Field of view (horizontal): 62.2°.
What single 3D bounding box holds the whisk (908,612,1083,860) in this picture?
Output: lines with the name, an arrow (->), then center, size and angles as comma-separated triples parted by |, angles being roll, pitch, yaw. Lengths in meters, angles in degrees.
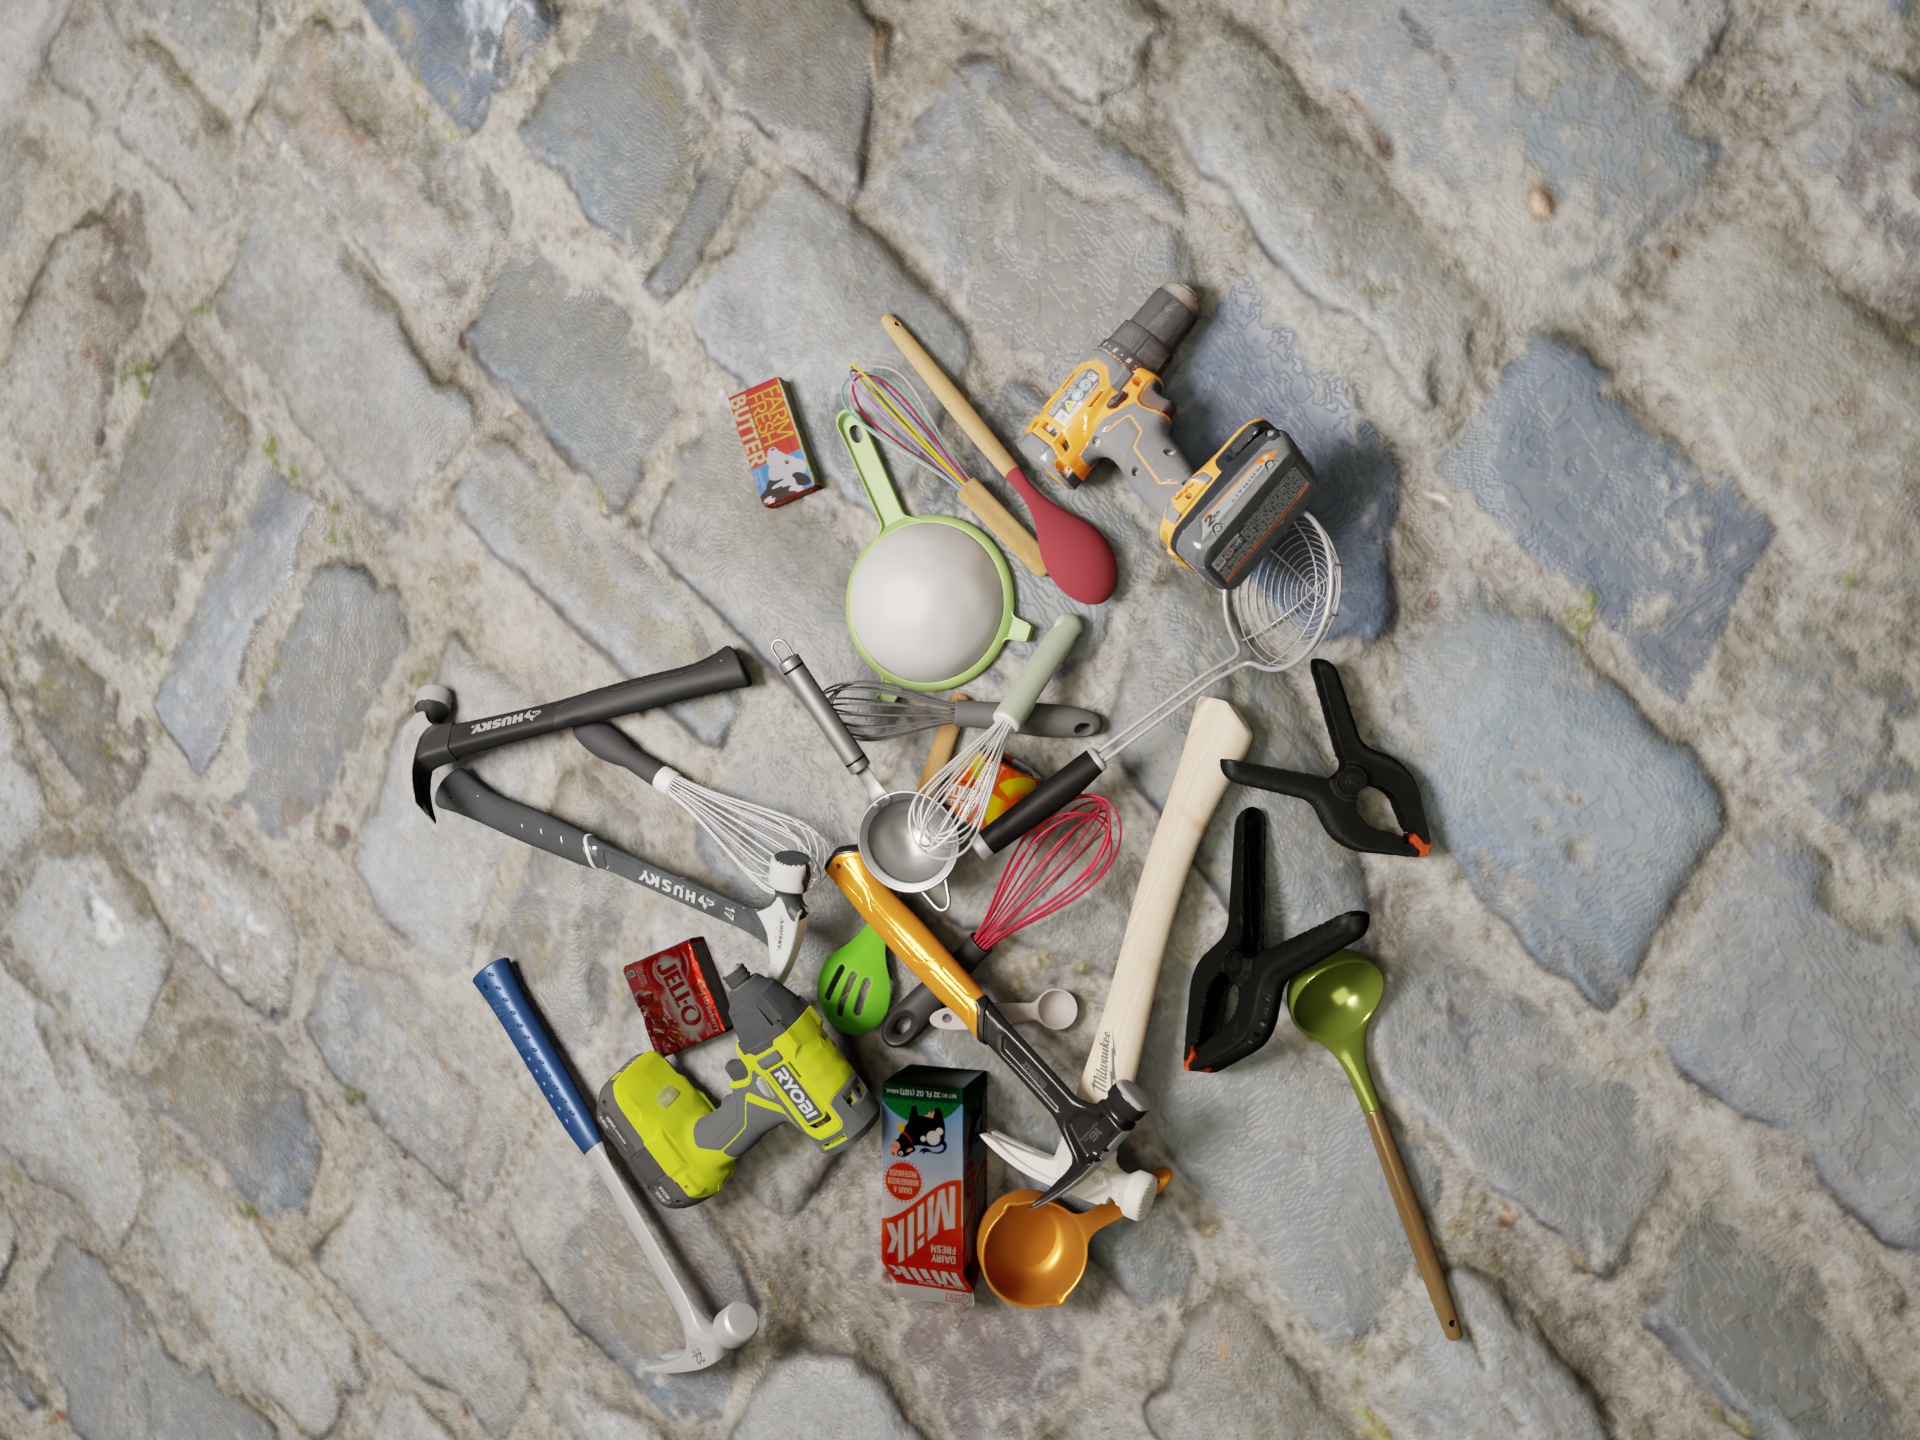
whisk -> 0.033, 0.008, 1.268 | 0.059, 0.058, 0.246 | 39, 66, -11

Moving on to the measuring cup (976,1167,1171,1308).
measuring cup -> 0.093, 0.410, 1.310 | 0.173, 0.052, 0.095 | -28, 94, -10

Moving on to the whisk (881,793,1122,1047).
whisk -> 0.029, 0.171, 1.320 | 0.073, 0.073, 0.295 | 45, 109, 12

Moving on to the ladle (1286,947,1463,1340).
ladle -> 0.331, 0.328, 1.230 | 0.078, 0.062, 0.320 | -19, 88, -3

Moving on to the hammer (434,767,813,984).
hammer -> -0.307, 0.126, 1.399 | 0.409, 0.036, 0.149 | 19, 111, 25

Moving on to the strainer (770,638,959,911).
strainer -> -0.077, 0.041, 1.292 | 0.087, 0.050, 0.258 | -31, 99, 17

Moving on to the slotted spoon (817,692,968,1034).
slotted spoon -> -0.053, 0.124, 1.358 | 0.070, 0.031, 0.314 | 22, 95, 19

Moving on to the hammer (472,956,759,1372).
hammer -> -0.326, 0.396, 1.424 | 0.144, 0.035, 0.406 | -45, 73, 36

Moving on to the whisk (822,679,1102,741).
whisk -> -0.002, -0.003, 1.316 | 0.239, 0.055, 0.055 | 4, 92, 3

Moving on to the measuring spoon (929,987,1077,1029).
measuring spoon -> 0.036, 0.243, 1.328 | 0.124, 0.018, 0.034 | -6, 92, 7

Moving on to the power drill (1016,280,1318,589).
power drill -> 0.171, -0.228, 1.233 | 0.185, 0.084, 0.226 | -51, 54, 6

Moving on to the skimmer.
skimmer -> 0.143, -0.022, 1.239 | 0.363, 0.090, 0.127 | -37, 45, 4

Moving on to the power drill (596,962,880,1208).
power drill -> -0.195, 0.307, 1.334 | 0.223, 0.080, 0.171 | -34, 95, 31

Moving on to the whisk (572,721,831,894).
whisk -> -0.232, 0.068, 1.399 | 0.285, 0.070, 0.070 | 30, 99, 20

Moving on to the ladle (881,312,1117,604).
ladle -> 0.028, -0.225, 1.322 | 0.315, 0.069, 0.031 | 53, 145, 15

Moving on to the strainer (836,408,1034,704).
strainer -> -0.055, -0.148, 1.332 | 0.151, 0.069, 0.256 | -25, 85, 16

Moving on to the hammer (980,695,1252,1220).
hammer -> 0.140, 0.178, 1.277 | 0.146, 0.038, 0.410 | 17, 89, 26

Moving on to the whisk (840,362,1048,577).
whisk -> -0.011, -0.211, 1.329 | 0.245, 0.047, 0.051 | 46, 61, 6

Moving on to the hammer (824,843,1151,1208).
hammer -> -0.001, 0.230, 1.287 | 0.337, 0.034, 0.127 | 46, 108, 23

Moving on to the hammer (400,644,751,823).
hammer -> -0.344, -0.004, 1.414 | 0.335, 0.035, 0.146 | -13, 48, 10
